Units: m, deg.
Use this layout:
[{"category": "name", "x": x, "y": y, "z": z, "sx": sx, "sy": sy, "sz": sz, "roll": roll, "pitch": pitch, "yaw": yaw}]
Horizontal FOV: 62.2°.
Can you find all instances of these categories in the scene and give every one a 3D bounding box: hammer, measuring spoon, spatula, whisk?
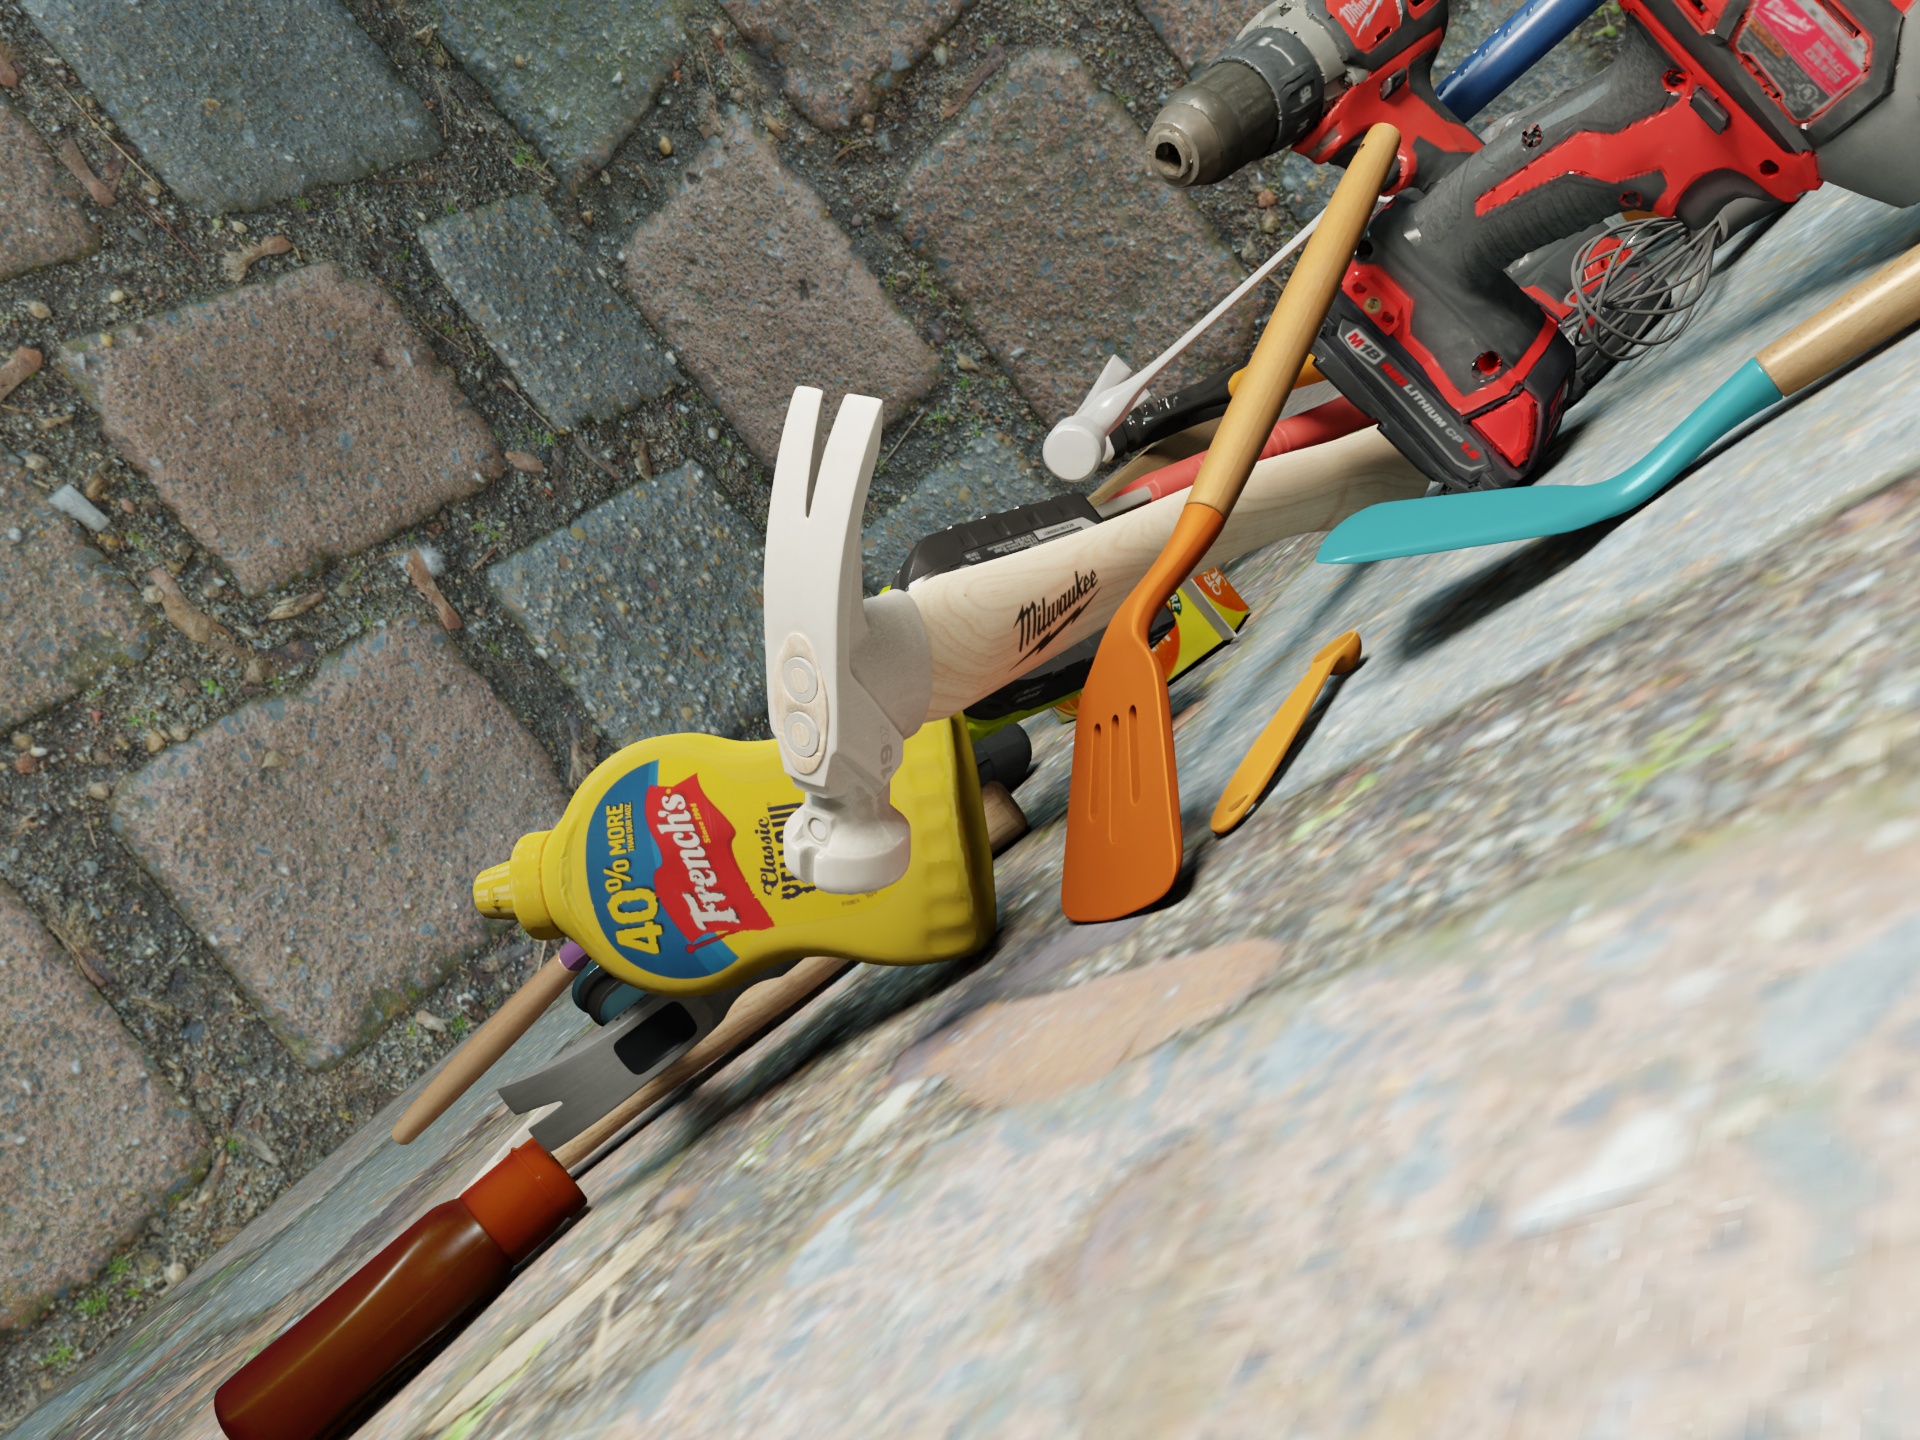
[{"category": "hammer", "x": 0.082, "y": -0.076, "z": 0.591, "sx": 0.038, "sy": 0.146, "sz": 0.410, "roll": 18, "pitch": 28, "yaw": 34}, {"category": "hammer", "x": 0.206, "y": -0.283, "z": 0.865, "sx": 0.405, "sy": 0.035, "sz": 0.144, "roll": -39, "pitch": 10, "yaw": 29}, {"category": "measuring spoon", "x": 0.109, "y": 0.004, "z": 0.522, "sx": 0.021, "sy": 0.011, "sz": 0.117, "roll": -34, "pitch": 10, "yaw": 46}, {"category": "hammer", "x": 0.190, "y": -0.211, "z": 0.979, "sx": 0.127, "sy": 0.034, "sz": 0.337, "roll": -23, "pitch": 8, "yaw": -12}, {"category": "hammer", "x": -0.106, "y": 0.137, "z": 0.735, "sx": 0.331, "sy": 0.031, "sz": 0.130, "roll": -38, "pitch": 5, "yaw": 5}, {"category": "spatula", "x": -0.208, "y": 0.135, "z": 0.796, "sx": 0.316, "sy": 0.018, "sz": 0.060, "roll": -43, "pitch": 18, "yaw": 30}, {"category": "whisk", "x": 0.341, "y": -0.223, "z": 0.723, "sx": 0.239, "sy": 0.055, "sz": 0.055, "roll": -36, "pitch": 3, "yaw": -33}, {"category": "hammer", "x": -0.157, "y": 0.134, "z": 0.756, "sx": 0.128, "sy": 0.033, "sz": 0.331, "roll": -38, "pitch": 5, "yaw": -16}, {"category": "spatula", "x": 0.099, "y": -0.083, "z": 0.541, "sx": 0.323, "sy": 0.041, "sz": 0.081, "roll": -63, "pitch": 12, "yaw": -22}, {"category": "hammer", "x": 0.132, "y": -0.143, "z": 0.960, "sx": 0.359, "sy": 0.037, "sz": 0.149, "roll": -23, "pitch": 0, "yaw": -13}, {"category": "spatula", "x": 0.248, "y": -0.122, "z": 0.450, "sx": 0.317, "sy": 0.044, "sz": 0.082, "roll": -35, "pitch": 2, "yaw": 28}]

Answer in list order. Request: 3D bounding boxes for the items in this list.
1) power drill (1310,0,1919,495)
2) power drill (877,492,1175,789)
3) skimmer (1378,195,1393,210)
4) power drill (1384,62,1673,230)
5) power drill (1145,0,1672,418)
[{"category": "power drill", "x": 0.239, "y": -0.181, "z": 0.571, "sx": 0.078, "sy": 0.143, "sz": 0.219, "roll": -49, "pitch": 4, "yaw": -41}, {"category": "power drill", "x": -0.001, "y": -0.002, "z": 0.749, "sx": 0.190, "sy": 0.080, "sz": 0.228, "roll": -22, "pitch": -19, "yaw": -40}, {"category": "skimmer", "x": 0.283, "y": -0.240, "z": 0.966, "sx": 0.090, "sy": 0.127, "sz": 0.364, "roll": -46, "pitch": 14, "yaw": 33}, {"category": "power drill", "x": 0.356, "y": -0.308, "z": 0.844, "sx": 0.226, "sy": 0.084, "sz": 0.185, "roll": -23, "pitch": 0, "yaw": -23}, {"category": "power drill", "x": 0.202, "y": -0.234, "z": 0.733, "sx": 0.188, "sy": 0.226, "sz": 0.080, "roll": -41, "pitch": 5, "yaw": -28}]
